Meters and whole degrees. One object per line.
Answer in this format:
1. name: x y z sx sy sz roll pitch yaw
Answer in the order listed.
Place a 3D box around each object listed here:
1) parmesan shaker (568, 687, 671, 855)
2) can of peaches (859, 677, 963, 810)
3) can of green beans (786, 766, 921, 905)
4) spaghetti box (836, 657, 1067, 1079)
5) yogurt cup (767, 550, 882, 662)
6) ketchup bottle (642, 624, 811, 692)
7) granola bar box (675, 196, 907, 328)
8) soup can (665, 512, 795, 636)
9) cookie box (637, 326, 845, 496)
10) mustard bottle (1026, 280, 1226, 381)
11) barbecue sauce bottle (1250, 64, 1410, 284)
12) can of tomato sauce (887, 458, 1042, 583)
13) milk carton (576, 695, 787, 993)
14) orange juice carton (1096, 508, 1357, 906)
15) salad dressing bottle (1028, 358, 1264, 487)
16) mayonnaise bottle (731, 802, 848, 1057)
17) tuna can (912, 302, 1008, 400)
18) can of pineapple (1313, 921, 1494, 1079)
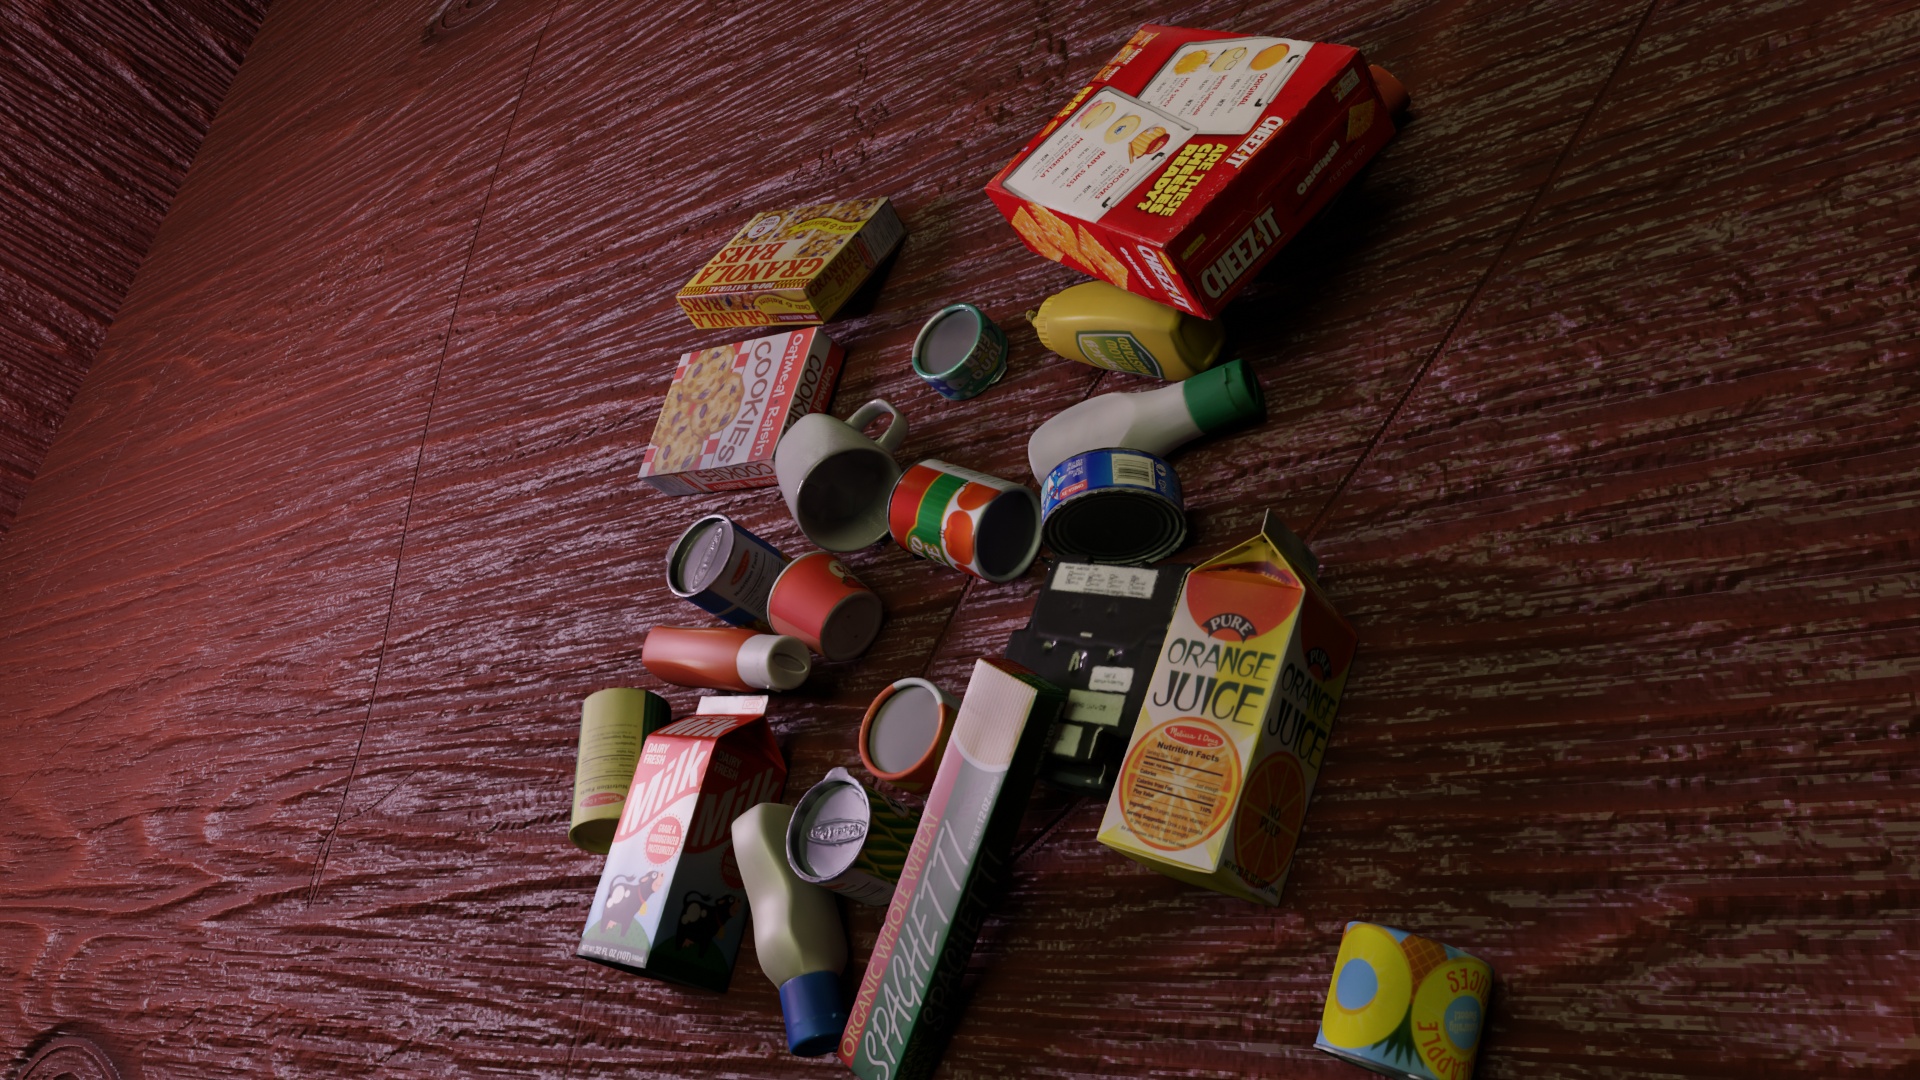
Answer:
1. parmesan shaker: -0.241 0.166 1.004 0.071 0.071 0.103 -25 50 26
2. can of peaches: -0.020 0.126 0.848 0.071 0.058 0.071 -21 52 29
3. can of green beans: -0.062 0.183 0.847 0.071 0.057 0.071 -21 53 30
4. spaghetti box: -0.006 0.189 0.770 0.050 0.029 0.249 25 97 45
5. yogurt cup: -0.091 0.048 0.953 0.054 0.072 0.072 30 85 38
6. ketchup bottle: -0.162 0.084 0.975 0.148 0.064 0.043 -2 69 49
7. granola bar box: -0.142 -0.230 1.163 0.165 0.039 0.125 6 48 42
8. soup can: -0.162 0.027 1.010 0.071 0.083 0.071 -21 52 29
9. cookie box: -0.180 -0.103 1.139 0.167 0.040 0.123 -4 61 39
10. mustard bottle: 0.098 -0.141 0.917 0.160 0.065 0.049 13 64 49
11. barbecue sauce bottle: 0.220 -0.235 0.885 0.148 0.043 0.065 -45 48 7
12. can of tomato sauce: 0.003 -0.011 0.910 0.083 0.071 0.071 19 77 44
13. milk carton: -0.177 0.193 0.926 0.072 0.073 0.191 -5 61 38
14. orange juice carton: 0.147 0.083 0.725 0.073 0.071 0.193 7 69 42
15. salad dressing bottle: 0.115 -0.071 0.870 0.147 0.044 0.064 -20 52 28
16. mayonnaise bottle: -0.099 0.235 0.845 0.041 0.064 0.149 -36 50 22
17. tuna can: 0.000 -0.138 1.015 0.071 0.033 0.071 -21 52 30
18. can of pineapple: 0.196 0.206 0.610 0.071 0.071 0.058 5 67 42
